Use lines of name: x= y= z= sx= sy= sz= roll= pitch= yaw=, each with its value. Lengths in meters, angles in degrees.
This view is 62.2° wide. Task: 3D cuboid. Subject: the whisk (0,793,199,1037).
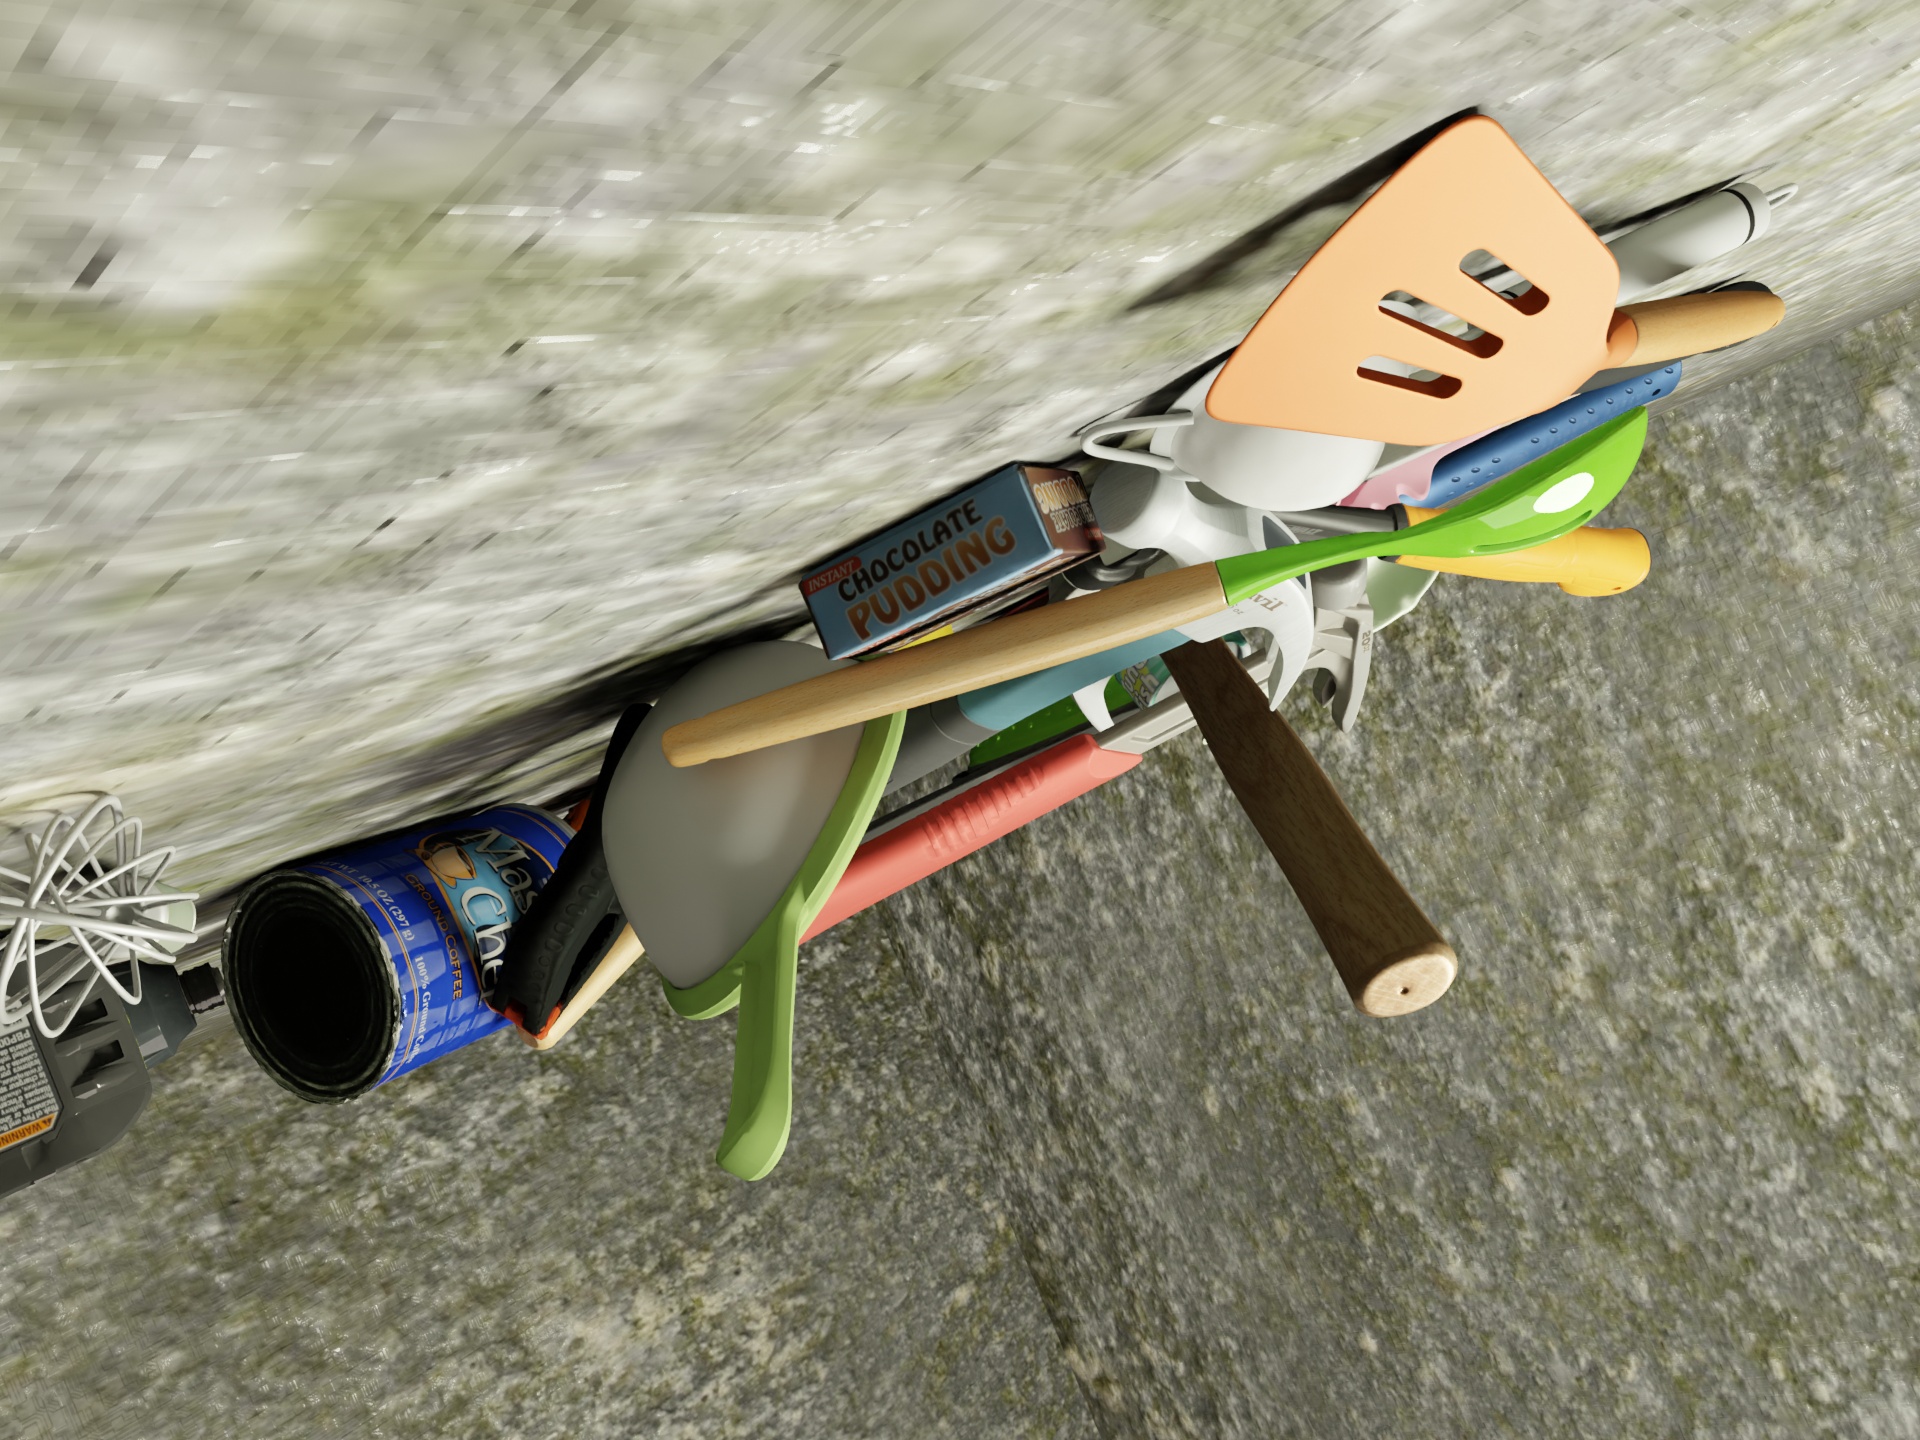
whisk: x=-0.243 y=0.056 z=0.456 sx=0.059 sy=0.058 sz=0.246 roll=14 pitch=168 yaw=-19

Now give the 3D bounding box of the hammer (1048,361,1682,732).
hammer: x=0.229 y=-0.112 z=0.888 sx=0.405 sy=0.035 sz=0.144 roll=-27 pitch=148 yaw=-12

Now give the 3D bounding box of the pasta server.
pasta server: x=0.304 y=-0.166 z=0.834 sx=0.316 sy=0.060 sz=0.040 roll=-25 pitch=-141 yaw=-21

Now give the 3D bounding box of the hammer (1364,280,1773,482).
hammer: x=0.279 y=-0.160 z=0.726 sx=0.334 sy=0.035 sz=0.146 roll=-22 pitch=179 yaw=-34

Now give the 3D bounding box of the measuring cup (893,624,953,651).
measuring cup: x=-0.071 y=-0.009 z=0.812 sx=0.156 sy=0.029 sz=0.062 roll=-24 pitch=179 yaw=-13

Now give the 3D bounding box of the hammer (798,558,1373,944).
hammer: x=0.044 y=0.034 z=0.786 sx=0.359 sy=0.037 sz=0.149 roll=-27 pitch=148 yaw=-7

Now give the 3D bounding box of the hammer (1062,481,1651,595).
hammer: x=0.200 y=-0.079 z=0.661 sx=0.336 sy=0.034 sz=0.127 roll=0 pitch=166 yaw=-40

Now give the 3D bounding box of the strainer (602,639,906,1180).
strainer: x=-0.084 y=0.049 z=0.525 sx=0.151 sy=0.069 sz=0.257 roll=-52 pitch=-161 yaw=18

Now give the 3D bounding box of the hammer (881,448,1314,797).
hammer: x=-0.001 y=-0.002 z=0.637 sx=0.128 sy=0.033 sz=0.331 roll=23 pitch=146 yaw=-35

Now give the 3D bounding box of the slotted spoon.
slotted spoon: x=0.055 y=-0.034 z=0.489 sx=0.314 sy=0.031 sz=0.070 roll=-16 pitch=-177 yaw=8

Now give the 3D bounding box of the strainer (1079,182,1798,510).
strainer: x=0.158 y=-0.115 z=0.480 sx=0.258 sy=0.050 sz=0.086 roll=-26 pitch=165 yaw=-15

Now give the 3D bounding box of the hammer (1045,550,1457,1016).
hammer: x=0.110 y=0.002 z=0.641 sx=0.130 sy=0.031 sz=0.332 roll=-27 pitch=-148 yaw=5

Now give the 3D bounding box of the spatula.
spatula: x=0.178 y=-0.112 z=0.433 sx=0.322 sy=0.041 sz=0.081 roll=-21 pitch=159 yaw=-50

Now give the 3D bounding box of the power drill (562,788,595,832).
power drill: x=-0.255 y=0.096 z=0.881 sx=0.226 sy=0.084 sz=0.164 roll=-27 pitch=180 yaw=-29

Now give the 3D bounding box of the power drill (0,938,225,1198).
power drill: x=-0.369 y=0.133 z=0.599 sx=0.171 sy=0.080 sz=0.223 roll=-22 pitch=-178 yaw=-24

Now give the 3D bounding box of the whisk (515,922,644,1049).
whisk: x=-0.128 y=0.068 z=0.781 sx=0.047 sy=0.051 sz=0.245 roll=-1 pitch=-145 yaw=39

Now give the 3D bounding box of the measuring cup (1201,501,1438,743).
measuring cup: x=0.185 y=-0.053 z=0.858 sx=0.167 sy=0.038 sz=0.083 roll=-44 pitch=147 yaw=18

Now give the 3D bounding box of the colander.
colander: x=0.019 y=0.001 z=1.088 sx=0.397 sy=0.094 sz=0.204 roll=-24 pitch=-178 yaw=-41
